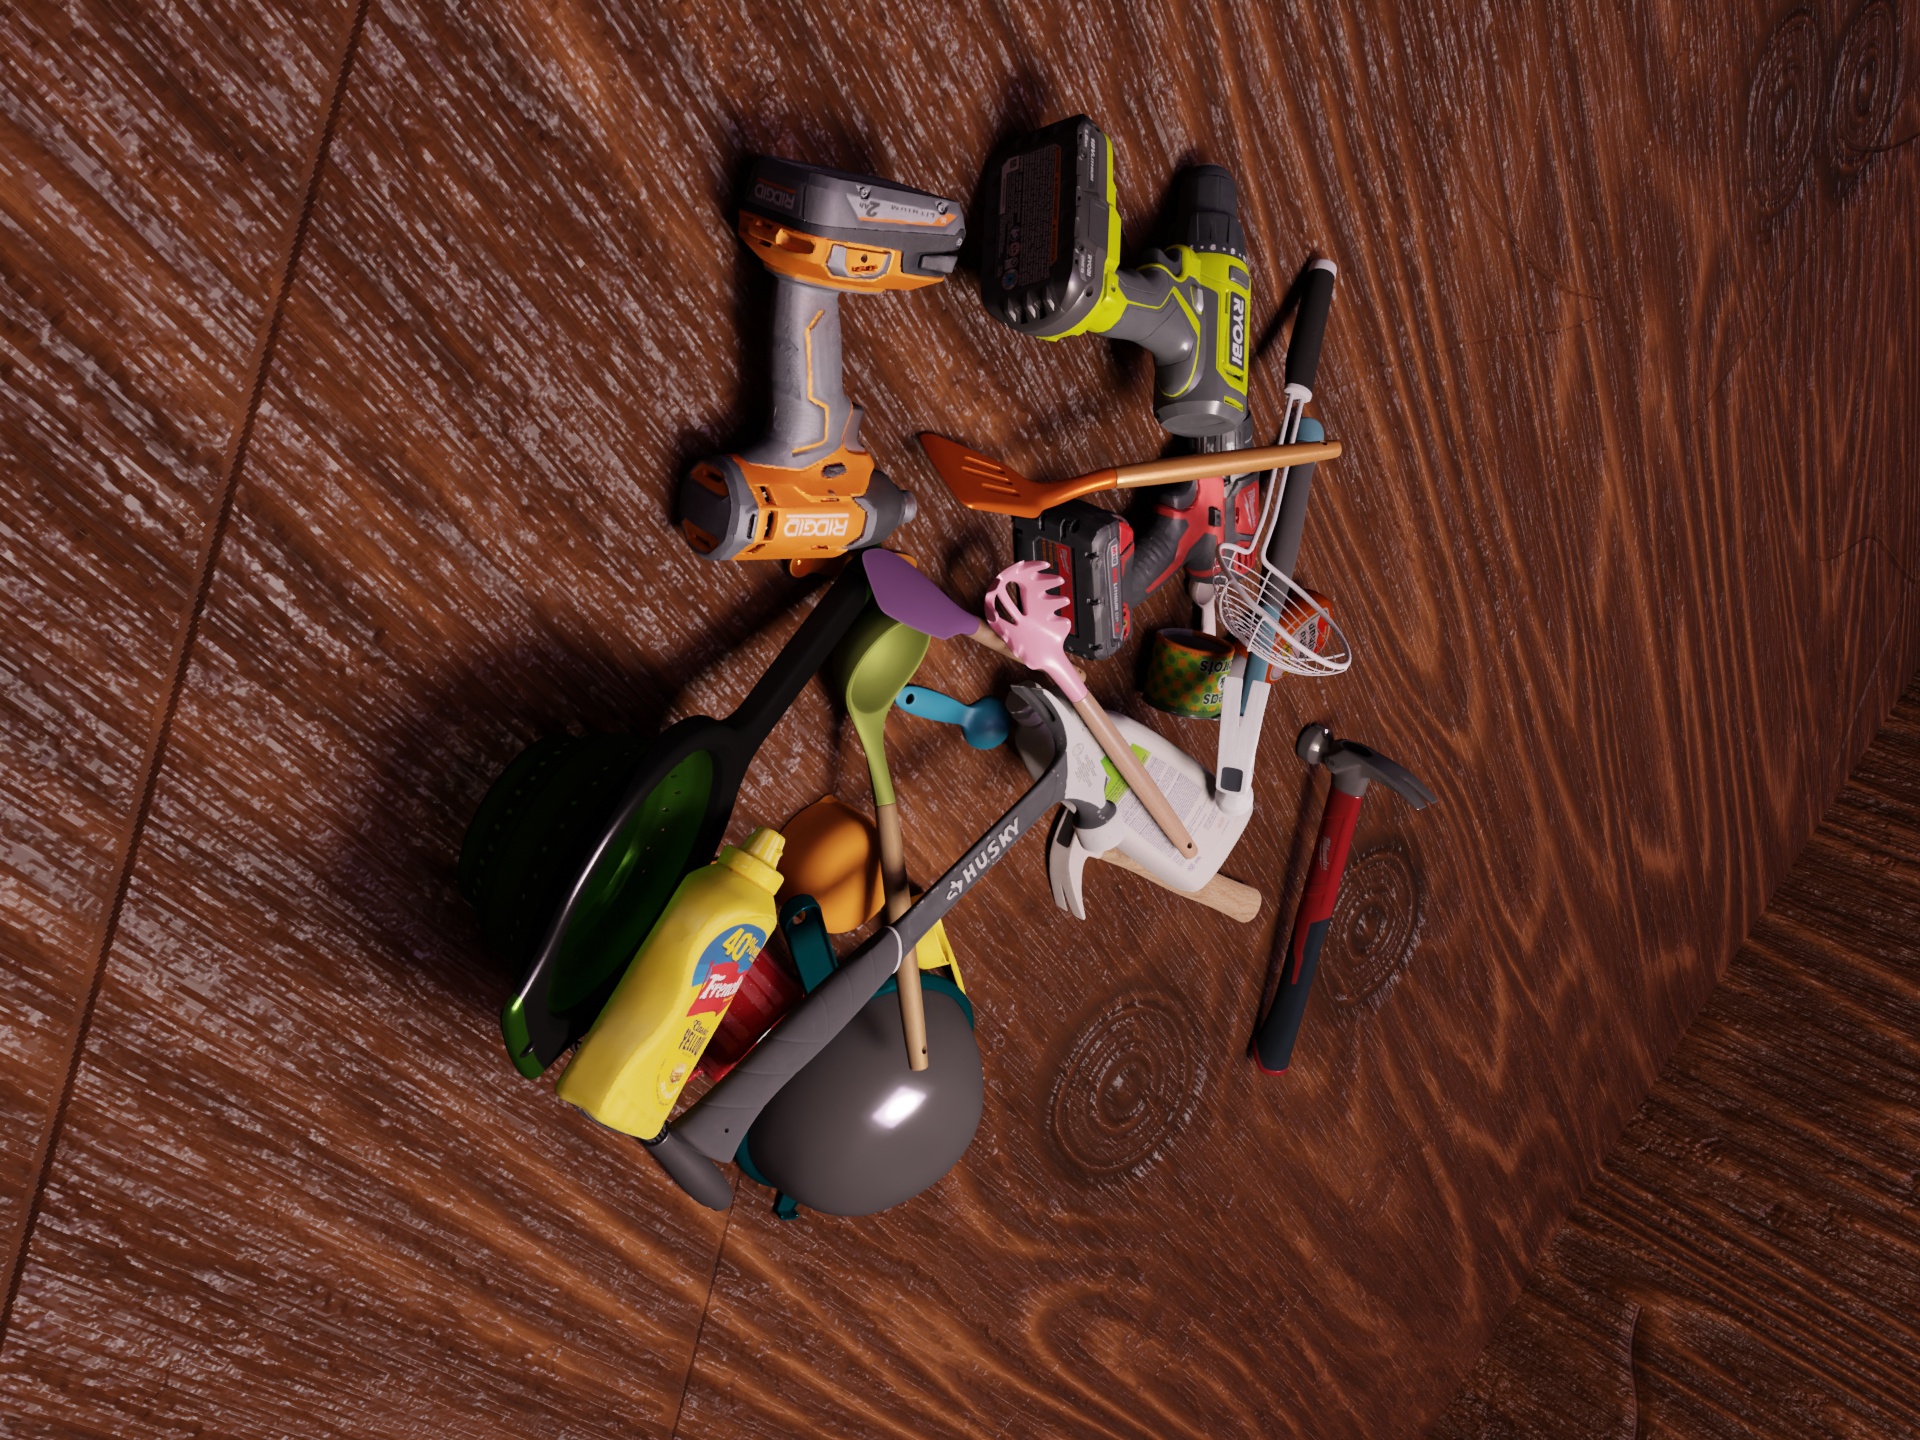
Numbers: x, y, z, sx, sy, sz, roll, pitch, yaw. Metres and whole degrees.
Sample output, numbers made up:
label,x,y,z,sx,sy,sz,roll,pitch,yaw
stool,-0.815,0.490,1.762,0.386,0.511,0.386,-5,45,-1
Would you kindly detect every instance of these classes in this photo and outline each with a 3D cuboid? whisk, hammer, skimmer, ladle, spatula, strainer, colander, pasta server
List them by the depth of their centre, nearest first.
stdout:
label,x,y,z,sx,sy,sz,roll,pitch,yaw
colander,-0.178,0.015,0.945,0.397,0.094,0.204,-57,168,-31
hammer,-0.035,0.133,1.040,0.409,0.036,0.149,-42,123,-33
ladle,-0.038,0.082,1.074,0.078,0.062,0.320,-16,101,-55
whisk,-0.206,0.282,1.089,0.055,0.055,0.238,-45,141,-19
spatula,0.128,-0.177,1.097,0.322,0.081,0.041,-10,138,-21
spatula,0.018,-0.063,1.117,0.018,0.060,0.315,-28,157,22
strainer,-0.065,0.253,1.136,0.211,0.095,0.340,-30,139,-18
pasta server,0.104,0.002,1.164,0.060,0.040,0.316,-46,123,-13
skimmer,0.263,-0.202,1.192,0.127,0.090,0.363,26,68,-29
hammer,0.248,-0.097,1.271,0.128,0.033,0.331,73,31,-63
hammer,0.183,0.135,1.420,0.331,0.031,0.130,27,90,-49
hammer,0.360,0.202,1.571,0.038,0.143,0.386,-15,125,-37

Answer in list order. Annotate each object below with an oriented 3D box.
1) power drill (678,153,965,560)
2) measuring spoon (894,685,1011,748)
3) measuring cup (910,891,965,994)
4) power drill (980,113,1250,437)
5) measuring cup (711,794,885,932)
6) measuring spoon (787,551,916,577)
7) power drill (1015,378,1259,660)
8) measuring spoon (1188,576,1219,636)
label,x,y,z,sx,sy,sz,roll,pitch,yaw
power drill,-0.072,-0.204,0.945,0.164,0.084,0.226,-7,119,-44
measuring spoon,-0.002,-0.004,1.163,0.128,0.021,0.042,17,98,-50
measuring cup,-0.020,0.187,1.239,0.029,0.062,0.156,-15,144,1
power drill,0.119,-0.310,1.065,0.228,0.080,0.190,11,79,-47
measuring cup,-0.115,0.108,1.083,0.173,0.052,0.095,-6,115,-46
measuring spoon,-0.071,-0.104,1.051,0.117,0.011,0.021,-4,121,-48
power drill,0.146,-0.163,1.193,0.227,0.080,0.187,-31,130,-35
measuring spoon,0.203,-0.080,1.344,0.034,0.018,0.124,-40,141,-31
